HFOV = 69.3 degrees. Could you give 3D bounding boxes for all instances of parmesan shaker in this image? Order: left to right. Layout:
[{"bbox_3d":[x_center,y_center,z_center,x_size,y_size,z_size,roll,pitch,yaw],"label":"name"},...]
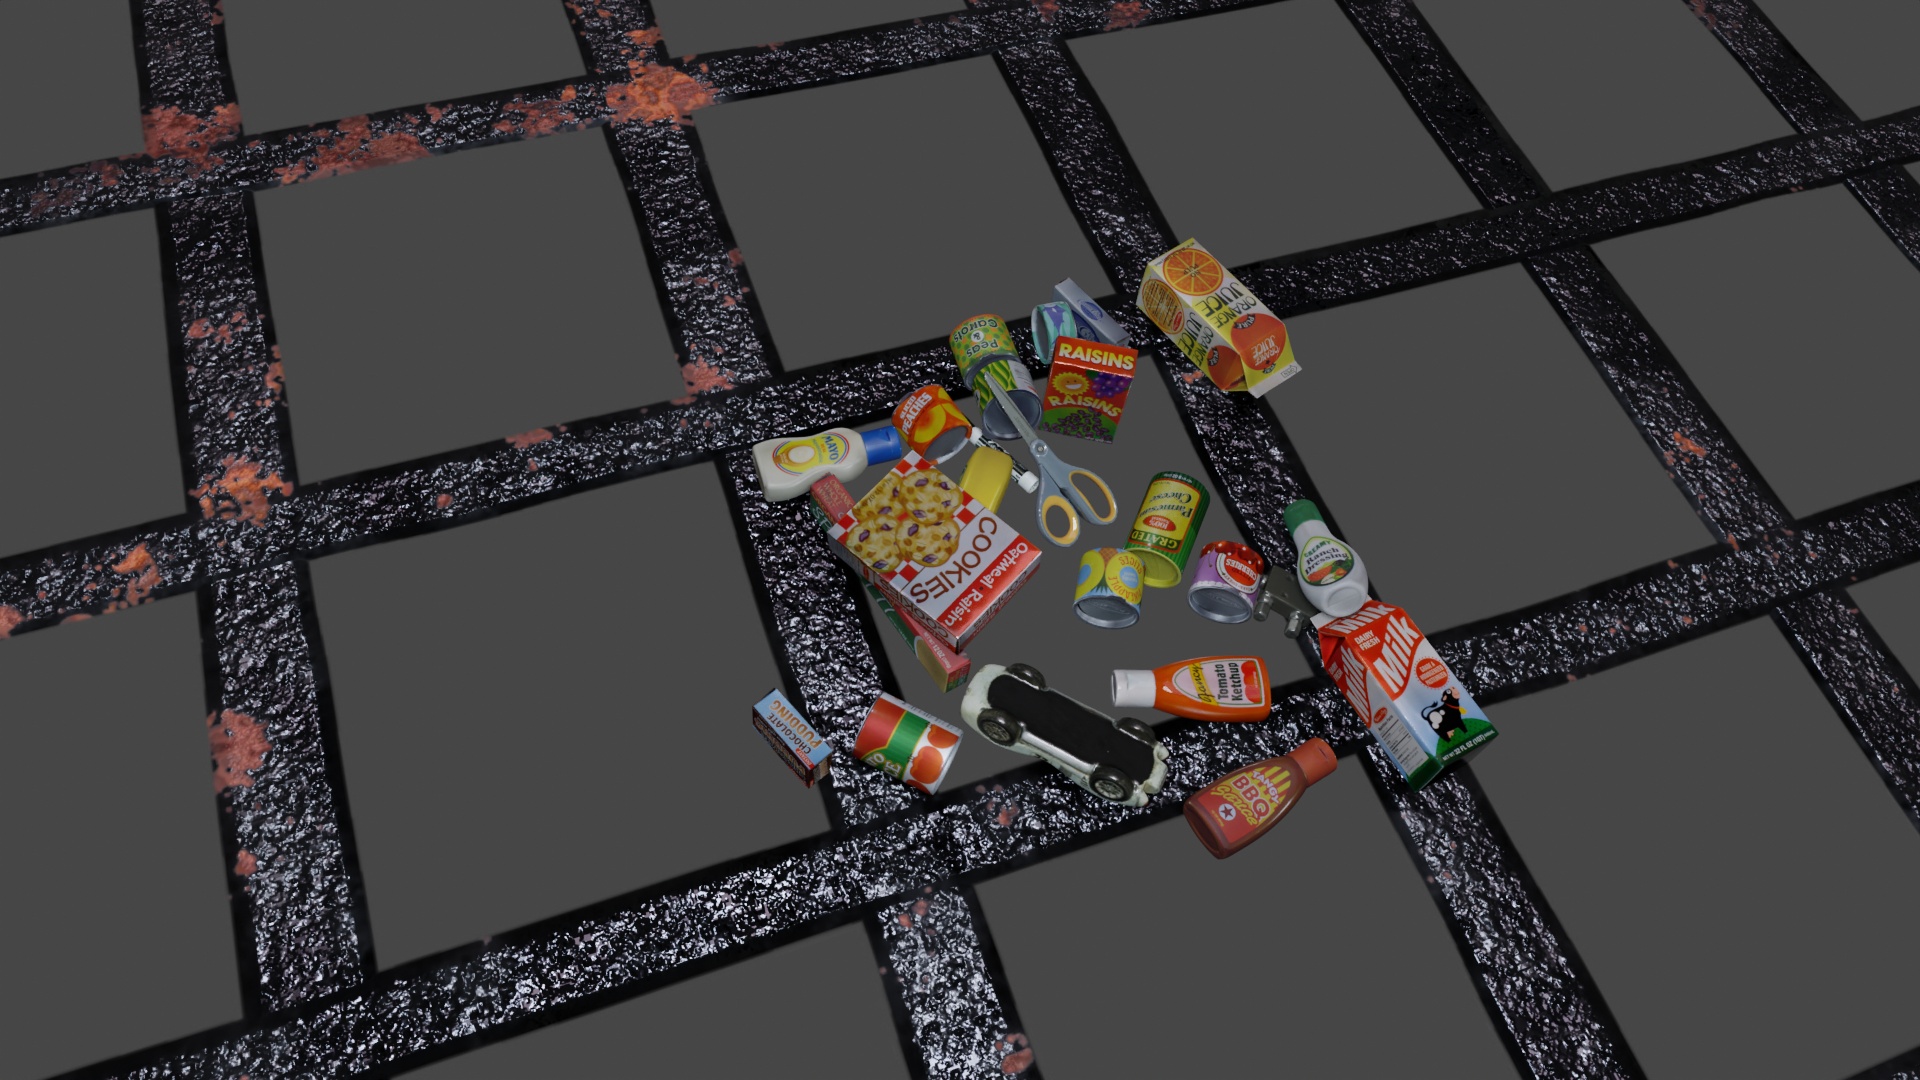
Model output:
[{"bbox_3d":[0.205,-0.012,1.412,0.071,0.071,0.103,22,60,7],"label":"parmesan shaker"}]

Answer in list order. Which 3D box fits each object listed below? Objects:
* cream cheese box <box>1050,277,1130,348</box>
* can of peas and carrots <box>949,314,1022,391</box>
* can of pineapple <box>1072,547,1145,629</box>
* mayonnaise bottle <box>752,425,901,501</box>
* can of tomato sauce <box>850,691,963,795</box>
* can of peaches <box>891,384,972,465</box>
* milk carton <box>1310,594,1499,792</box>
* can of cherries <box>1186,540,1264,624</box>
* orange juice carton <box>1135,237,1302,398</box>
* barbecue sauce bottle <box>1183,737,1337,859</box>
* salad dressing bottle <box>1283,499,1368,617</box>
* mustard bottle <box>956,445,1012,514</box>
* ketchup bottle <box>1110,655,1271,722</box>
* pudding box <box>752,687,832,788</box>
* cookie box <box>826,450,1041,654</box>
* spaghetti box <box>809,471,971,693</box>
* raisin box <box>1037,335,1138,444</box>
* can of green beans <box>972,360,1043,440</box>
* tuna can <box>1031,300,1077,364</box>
[{"bbox_3d":[0.141,-0.239,1.543,0.024,0.053,0.104,-33,68,-24],"label":"cream cheese box"},{"bbox_3d":[0.026,-0.203,1.500,0.071,0.070,0.059,-13,62,-13],"label":"can of peas and carrots"},{"bbox_3d":[0.148,0.047,1.369,0.071,0.070,0.058,12,60,1],"label":"can of pineapple"},{"bbox_3d":[-0.136,-0.085,1.432,0.148,0.041,0.065,-15,61,-13],"label":"mayonnaise bottle"},{"bbox_3d":[-0.049,0.187,1.269,0.083,0.071,0.071,25,61,8],"label":"can of tomato sauce"},{"bbox_3d":[-0.030,-0.120,1.447,0.071,0.071,0.058,-28,68,-20],"label":"can of peaches"},{"bbox_3d":[0.421,0.137,1.342,0.072,0.073,0.191,-25,65,-18],"label":"milk carton"},{"bbox_3d":[0.266,0.041,1.383,0.071,0.071,0.059,20,60,6],"label":"can of cherries"},{"bbox_3d":[0.289,-0.239,1.547,0.072,0.072,0.193,-33,69,-22],"label":"orange juice carton"},{"bbox_3d":[0.282,0.233,1.289,0.149,0.043,0.065,-27,65,-20],"label":"barbecue sauce bottle"},{"bbox_3d":[0.362,0.015,1.397,0.064,0.044,0.148,-27,35,12],"label":"salad dressing bottle"},{"bbox_3d":[0.005,-0.018,1.396,0.049,0.065,0.161,23,65,3],"label":"mustard bottle"},{"bbox_3d":[0.220,0.143,1.336,0.149,0.043,0.065,0,60,-5],"label":"ketchup bottle"},{"bbox_3d":[-0.154,0.181,1.271,0.030,0.049,0.084,-36,70,-25],"label":"pudding box"},{"bbox_3d":[-0.024,0.010,1.327,0.168,0.040,0.123,39,68,16],"label":"cookie box"},{"bbox_3d":[-0.072,0.039,1.362,0.029,0.050,0.250,-29,67,-21],"label":"spaghetti box"},{"bbox_3d":[0.132,-0.157,1.454,0.086,0.122,0.040,12,60,1],"label":"raisin box"},{"bbox_3d":[0.049,-0.148,1.466,0.071,0.071,0.058,-6,41,-9],"label":"can of green beans"},{"bbox_3d":[0.103,-0.226,1.524,0.033,0.070,0.071,-12,62,-11],"label":"tuna can"}]
